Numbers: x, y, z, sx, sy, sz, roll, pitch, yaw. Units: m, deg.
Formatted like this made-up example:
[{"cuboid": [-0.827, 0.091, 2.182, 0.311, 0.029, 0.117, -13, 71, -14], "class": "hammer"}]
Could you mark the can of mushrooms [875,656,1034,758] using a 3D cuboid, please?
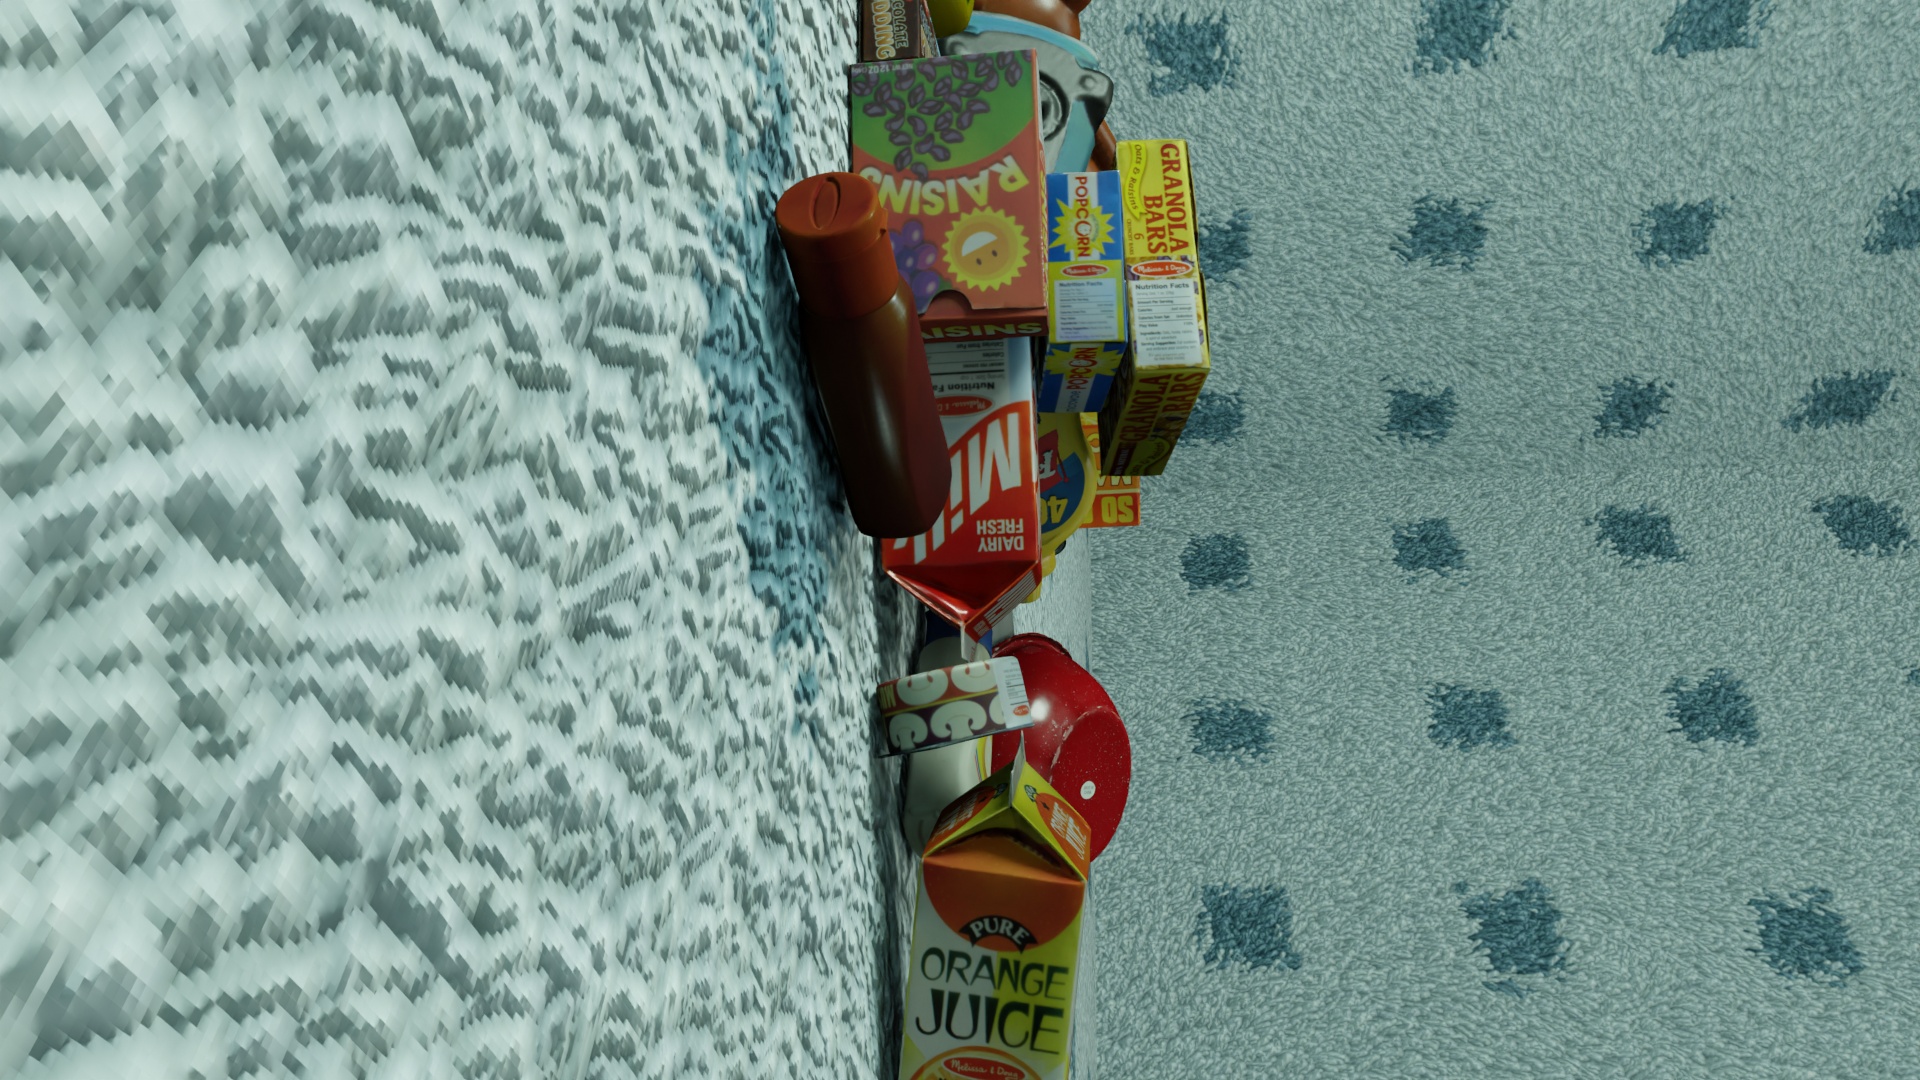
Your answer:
[{"cuboid": [-0.005, 0.074, 0.616, 0.071, 0.071, 0.033, 37, 40, -81], "class": "can of mushrooms"}]

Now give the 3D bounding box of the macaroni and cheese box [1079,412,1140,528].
[{"cuboid": [0.085, -0.093, 1.151, 0.040, 0.124, 0.166, -23, 111, -81], "class": "macaroni and cheese box"}]

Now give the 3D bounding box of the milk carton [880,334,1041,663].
[{"cuboid": [0.001, -0.036, 0.664, 0.072, 0.073, 0.191, 62, 25, -79], "class": "milk carton"}]

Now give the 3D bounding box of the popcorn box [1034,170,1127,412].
[{"cuboid": [0.057, -0.120, 0.697, 0.126, 0.038, 0.085, 90, -1, -80], "class": "popcorn box"}]

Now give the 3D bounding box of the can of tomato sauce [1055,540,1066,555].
[{"cuboid": [0.046, -0.035, 1.038, 0.071, 0.071, 0.083, 73, 16, -64], "class": "can of tomato sauce"}]

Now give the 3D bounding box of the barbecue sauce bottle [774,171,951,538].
[{"cuboid": [-0.035, -0.068, 0.524, 0.147, 0.044, 0.065, 78, 12, -50], "class": "barbecue sauce bottle"}]

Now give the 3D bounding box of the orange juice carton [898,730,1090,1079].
[{"cuboid": [0.016, 0.185, 0.612, 0.072, 0.073, 0.192, -33, 129, -82], "class": "orange juice carton"}]

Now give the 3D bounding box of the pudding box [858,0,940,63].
[{"cuboid": [-0.028, -0.234, 0.686, 0.083, 0.030, 0.050, 63, 25, -74], "class": "pudding box"}]

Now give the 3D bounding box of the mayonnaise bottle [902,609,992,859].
[{"cuboid": [-0.003, 0.090, 0.719, 0.064, 0.041, 0.149, 77, 13, -47], "class": "mayonnaise bottle"}]

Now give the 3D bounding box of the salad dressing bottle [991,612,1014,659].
[{"cuboid": [0.006, 0.029, 0.807, 0.064, 0.044, 0.147, -57, 143, -62], "class": "salad dressing bottle"}]

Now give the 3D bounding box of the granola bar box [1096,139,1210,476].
[{"cuboid": [0.097, -0.117, 0.744, 0.165, 0.039, 0.124, 90, -3, -75], "class": "granola bar box"}]

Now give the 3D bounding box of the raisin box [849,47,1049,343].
[{"cuboid": [-0.004, -0.153, 0.624, 0.040, 0.086, 0.123, 57, 31, -80], "class": "raisin box"}]

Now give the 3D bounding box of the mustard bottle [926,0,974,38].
[{"cuboid": [-0.024, -0.302, 0.666, 0.160, 0.049, 0.065, 46, 40, -79], "class": "mustard bottle"}]
